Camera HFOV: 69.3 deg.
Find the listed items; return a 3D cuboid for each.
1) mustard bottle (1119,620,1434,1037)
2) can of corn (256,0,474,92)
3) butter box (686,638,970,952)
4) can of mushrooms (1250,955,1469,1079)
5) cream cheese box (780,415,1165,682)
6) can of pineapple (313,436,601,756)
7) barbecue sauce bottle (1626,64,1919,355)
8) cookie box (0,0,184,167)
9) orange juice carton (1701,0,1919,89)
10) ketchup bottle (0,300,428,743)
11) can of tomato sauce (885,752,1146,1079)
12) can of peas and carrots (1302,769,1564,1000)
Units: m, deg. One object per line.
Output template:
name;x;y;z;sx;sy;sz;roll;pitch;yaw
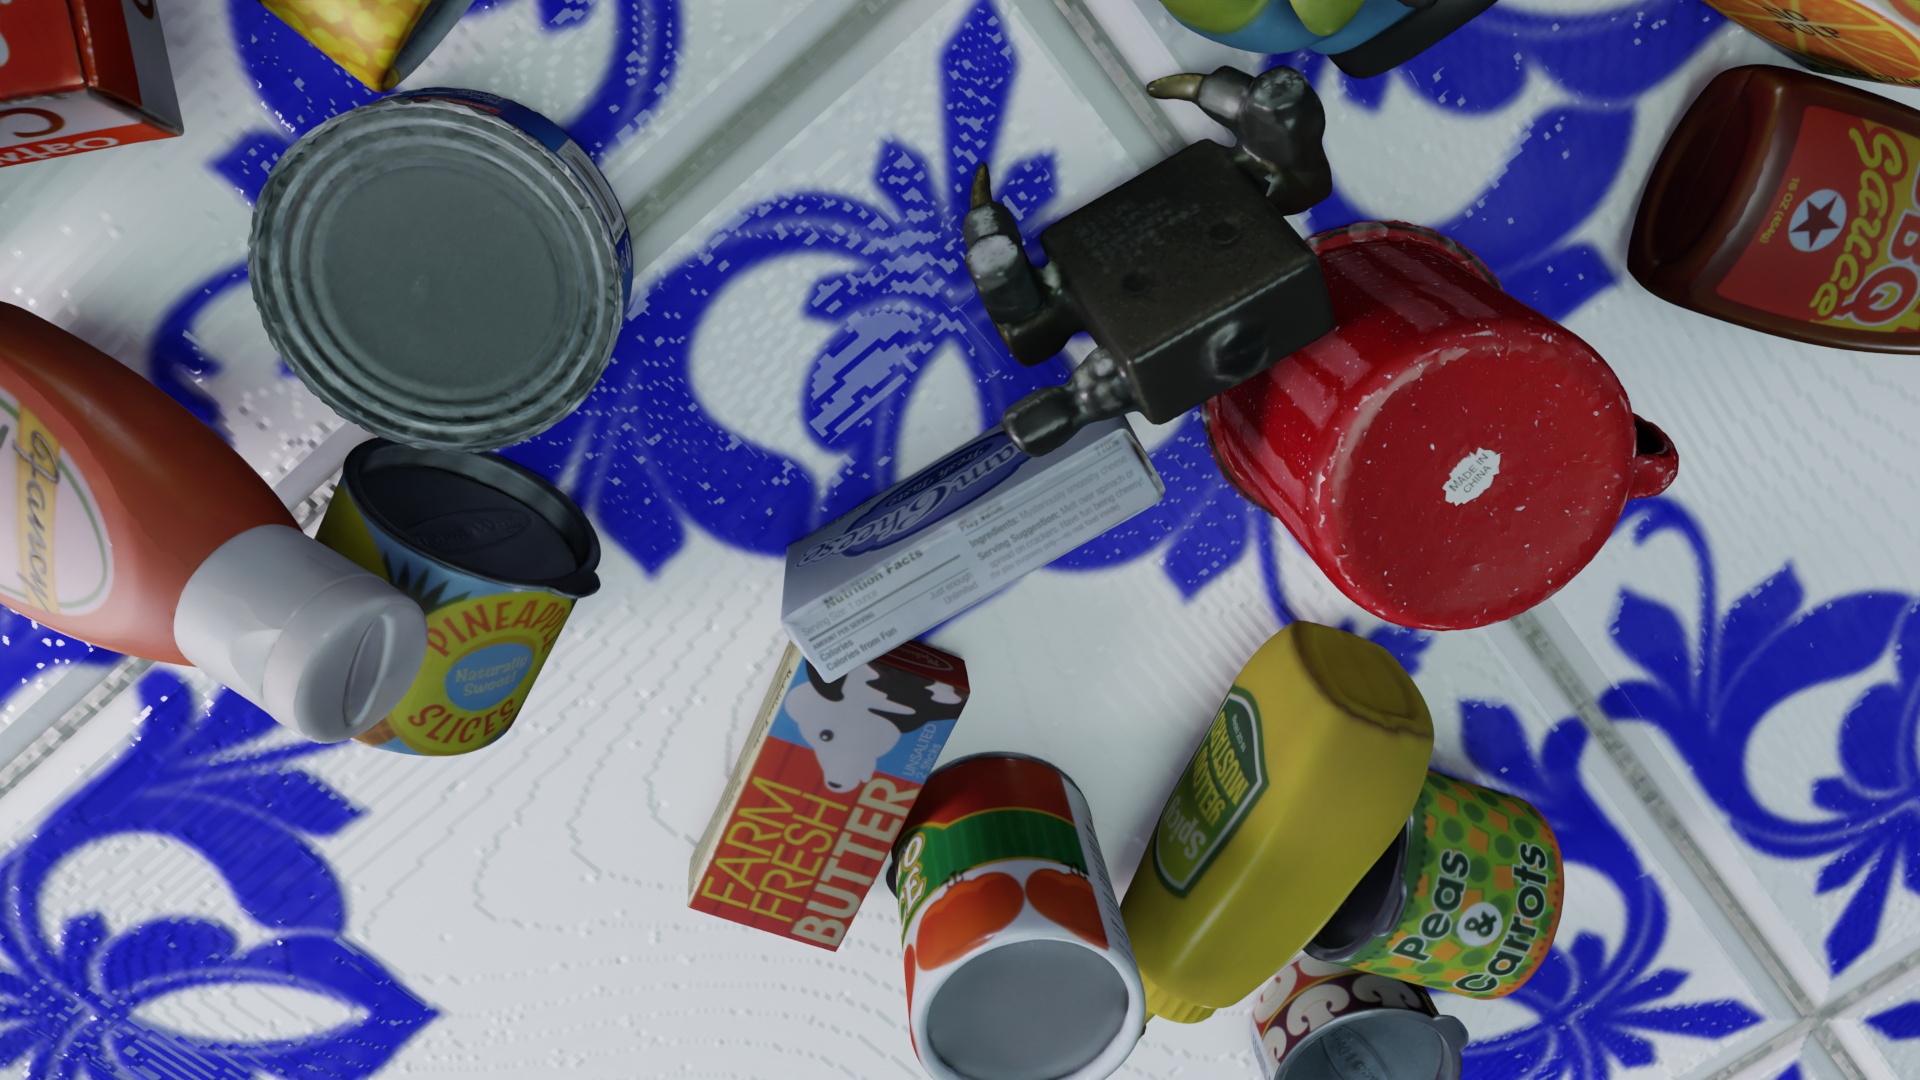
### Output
mustard bottle;0.084;0.102;0.429;0.049;0.065;0.159;20;115;-12
can of corn;-0.127;-0.139;0.291;0.058;0.071;0.071;37;106;-21
butter box;-0.042;0.074;0.423;0.053;0.024;0.103;20;110;-14
can of mushrooms;0.139;0.176;0.484;0.071;0.033;0.070;-2;114;-5
cream cheese box;0.001;-0.005;0.376;0.104;0.053;0.024;-30;112;7
can of pineapple;-0.135;0.015;0.361;0.071;0.071;0.057;26;110;-16
barbecue sauce bottle;0.262;-0.079;0.377;0.149;0.044;0.064;12;113;-12
cookie box;-0.256;-0.129;0.271;0.167;0.040;0.123;-11;93;-3
orange juice carton;0.167;-0.176;0.306;0.193;0.072;0.072;23;109;-16
ketchup bottle;-0.191;-0.003;0.323;0.149;0.044;0.064;26;108;18
can of tomato sauce;0.013;0.115;0.414;0.071;0.083;0.071;-3;115;-5
can of peas and carrots;0.143;0.105;0.431;0.059;0.071;0.070;18;111;-14
